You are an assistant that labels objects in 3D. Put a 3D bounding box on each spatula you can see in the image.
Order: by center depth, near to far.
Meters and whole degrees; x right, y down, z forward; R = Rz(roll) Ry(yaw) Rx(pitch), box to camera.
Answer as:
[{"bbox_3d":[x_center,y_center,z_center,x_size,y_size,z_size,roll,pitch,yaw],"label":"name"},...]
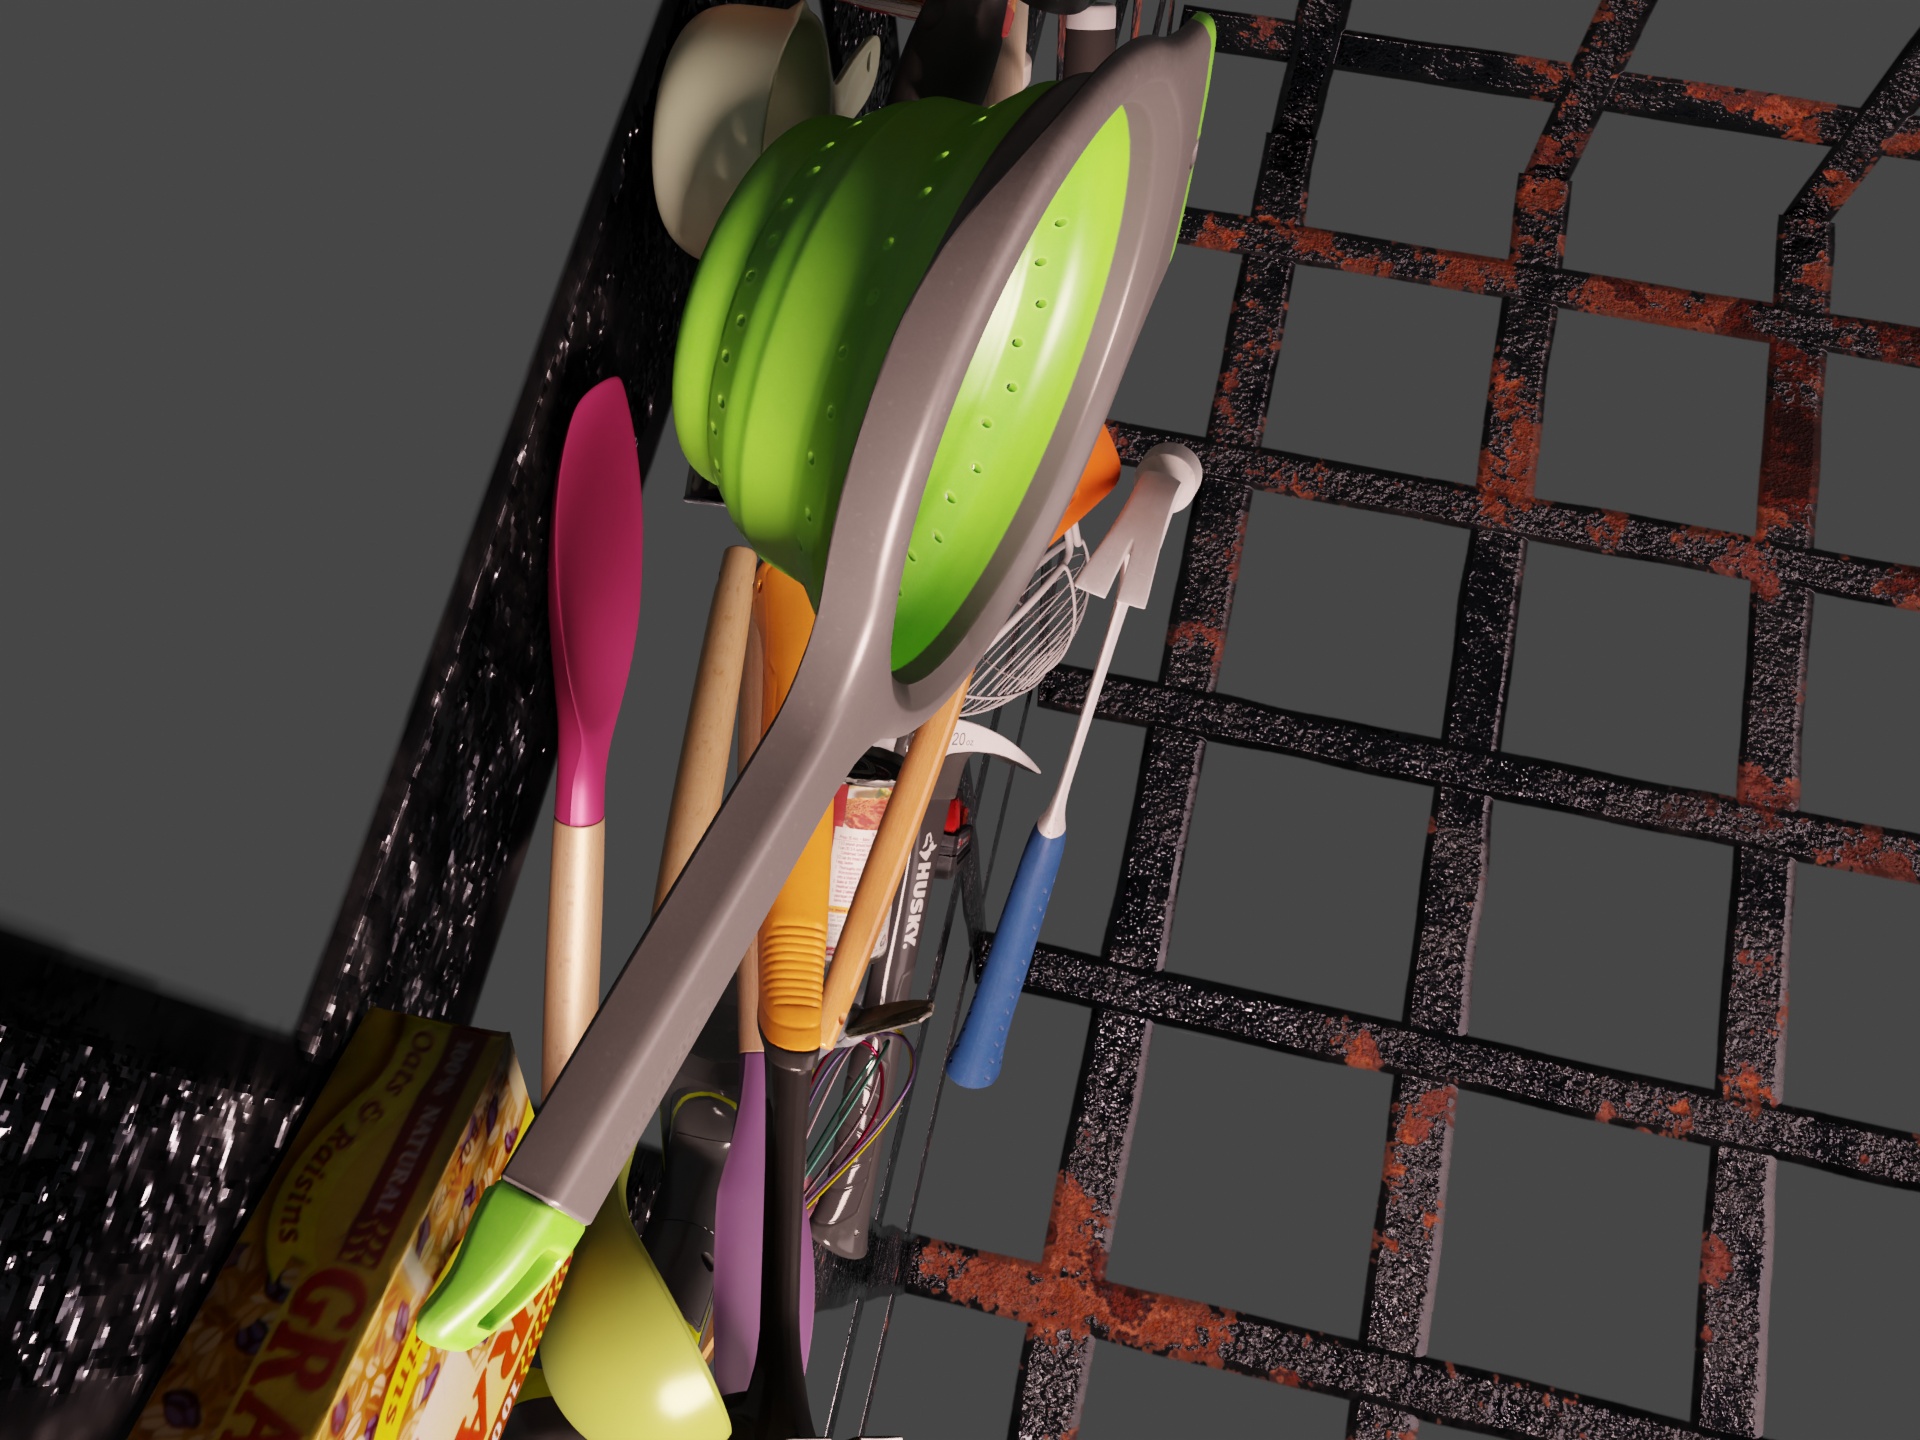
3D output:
[{"bbox_3d":[-0.077,0.103,0.615,0.059,0.018,0.316,25,57,-55],"label":"spatula"},{"bbox_3d":[-0.001,-0.002,0.732,0.081,0.041,0.323,46,60,-56],"label":"spatula"}]

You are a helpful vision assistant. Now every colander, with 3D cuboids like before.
[{"bbox_3d":[-0.054,-0.039,0.427,0.397,0.094,0.204,-61,169,-22],"label":"colander"}]

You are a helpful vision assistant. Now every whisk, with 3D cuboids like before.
[{"bbox_3d":[-0.025,-0.172,0.547,0.239,0.055,0.055,131,-25,-66],"label":"whisk"},{"bbox_3d":[-0.097,0.252,0.817,0.051,0.047,0.245,-34,-163,52],"label":"whisk"}]

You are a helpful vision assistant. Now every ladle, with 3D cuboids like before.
[{"bbox_3d":[-0.087,0.078,0.544,0.078,0.062,0.320,119,-21,-60],"label":"ladle"}]

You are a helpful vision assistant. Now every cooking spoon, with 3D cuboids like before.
[{"bbox_3d":[-0.120,0.052,0.495,0.069,0.017,0.318,-71,170,-65],"label":"cooking spoon"}]

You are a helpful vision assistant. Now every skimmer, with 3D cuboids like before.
[{"bbox_3d":[0.025,-0.166,0.802,0.127,0.090,0.363,-57,153,-56],"label":"skimmer"}]

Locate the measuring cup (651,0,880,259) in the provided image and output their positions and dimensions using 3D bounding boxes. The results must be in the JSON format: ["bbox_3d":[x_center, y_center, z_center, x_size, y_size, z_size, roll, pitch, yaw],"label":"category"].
[{"bbox_3d":[-0.058,-0.199,0.512,0.168,0.038,0.083,-73,173,-54],"label":"measuring cup"}]

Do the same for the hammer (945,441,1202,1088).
[{"bbox_3d":[0.051,0.052,0.884,0.144,0.035,0.405,-58,165,-58],"label":"hammer"}]

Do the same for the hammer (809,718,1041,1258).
[{"bbox_3d":[-0.038,0.156,0.928,0.146,0.035,0.334,1,103,-47],"label":"hammer"}]

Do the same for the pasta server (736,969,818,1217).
[{"bbox_3d":[-0.109,0.225,0.903,0.316,0.040,0.060,89,13,-47],"label":"pasta server"}]

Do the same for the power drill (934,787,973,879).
[{"bbox_3d":[-0.024,-0.019,1.001,0.188,0.080,0.227,9,90,-84],"label":"power drill"}]

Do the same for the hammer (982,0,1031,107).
[{"bbox_3d":[0.016,-0.294,0.720,0.411,0.038,0.146,-86,180,-49],"label":"hammer"}]

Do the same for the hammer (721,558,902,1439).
[{"bbox_3d":[-0.058,0.084,0.554,0.127,0.034,0.337,130,-37,-57],"label":"hammer"}]

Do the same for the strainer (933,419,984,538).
[{"bbox_3d":[-0.021,-0.190,0.782,0.257,0.069,0.151,-89,-169,-45],"label":"strainer"}]

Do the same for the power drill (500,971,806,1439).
[{"bbox_3d":[-0.114,0.244,0.651,0.229,0.080,0.190,-75,173,-52],"label":"power drill"}]

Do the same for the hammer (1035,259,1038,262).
[{"bbox_3d":[0.022,-0.310,1.046,0.359,0.037,0.149,-66,166,-65],"label":"hammer"}]
